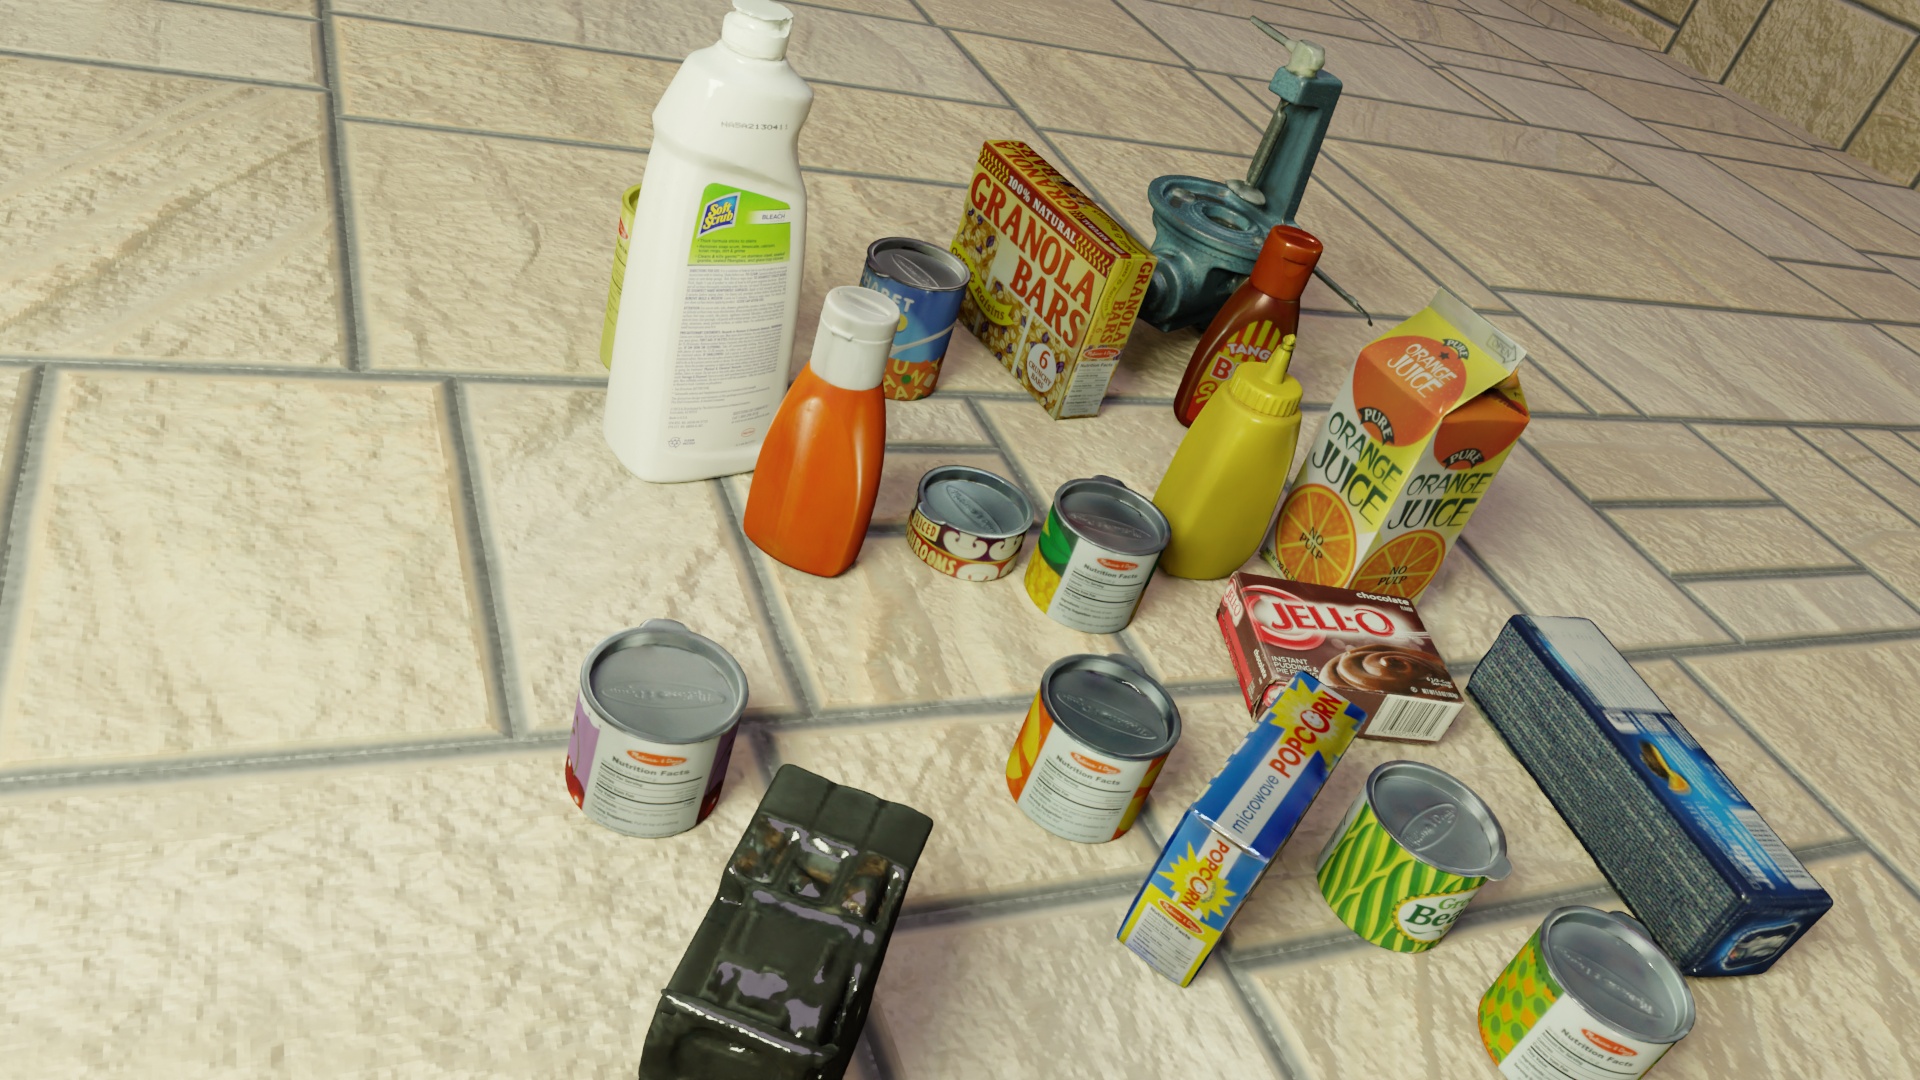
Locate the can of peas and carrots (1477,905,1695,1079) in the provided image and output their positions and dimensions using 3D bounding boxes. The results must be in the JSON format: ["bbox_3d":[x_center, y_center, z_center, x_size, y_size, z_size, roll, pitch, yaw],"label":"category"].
[{"bbox_3d":[0.263,0.198,0.588,0.071,0.058,0.071,13,35,-9],"label":"can of peas and carrots"}]

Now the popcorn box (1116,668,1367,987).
[{"bbox_3d":[0.123,0.122,0.601,0.038,0.084,0.127,33,37,18],"label":"popcorn box"}]

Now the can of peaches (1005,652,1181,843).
[{"bbox_3d":[0.060,0.093,0.634,0.071,0.057,0.071,13,35,-9],"label":"can of peaches"}]

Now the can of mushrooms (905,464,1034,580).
[{"bbox_3d":[0.003,-0.010,0.769,0.071,0.033,0.071,13,35,-9],"label":"can of mushrooms"}]

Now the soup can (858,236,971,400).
[{"bbox_3d":[-0.039,-0.140,0.884,0.071,0.083,0.072,13,35,-9],"label":"soup can"}]

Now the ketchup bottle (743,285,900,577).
[{"bbox_3d":[-0.066,-0.054,0.696,0.065,0.148,0.044,27,35,11],"label":"ketchup bottle"}]

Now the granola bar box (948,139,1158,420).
[{"bbox_3d":[0.053,-0.179,0.945,0.039,0.123,0.166,-8,43,-33],"label":"granola bar box"}]

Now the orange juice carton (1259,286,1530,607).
[{"bbox_3d":[0.254,-0.046,0.799,0.073,0.191,0.072,-3,40,-29],"label":"orange juice carton"}]

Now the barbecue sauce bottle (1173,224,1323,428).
[{"bbox_3d":[0.198,-0.139,0.938,0.065,0.147,0.044,15,35,-6],"label":"barbecue sauce bottle"}]

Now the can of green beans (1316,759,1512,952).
[{"bbox_3d":[0.204,0.144,0.633,0.071,0.057,0.071,13,35,-9],"label":"can of green beans"}]

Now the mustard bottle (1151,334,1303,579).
[{"bbox_3d":[0.157,-0.050,0.787,0.065,0.159,0.049,2,38,-24],"label":"mustard bottle"}]

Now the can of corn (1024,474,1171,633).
[{"bbox_3d":[0.074,0.007,0.758,0.071,0.058,0.071,13,35,-9],"label":"can of corn"}]

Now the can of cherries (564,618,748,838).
[{"bbox_3d":[-0.124,0.076,0.569,0.071,0.058,0.072,13,35,-9],"label":"can of cherries"}]

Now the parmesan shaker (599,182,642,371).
[{"bbox_3d":[-0.172,-0.150,0.816,0.071,0.102,0.072,13,35,-9],"label":"parmesan shaker"}]
